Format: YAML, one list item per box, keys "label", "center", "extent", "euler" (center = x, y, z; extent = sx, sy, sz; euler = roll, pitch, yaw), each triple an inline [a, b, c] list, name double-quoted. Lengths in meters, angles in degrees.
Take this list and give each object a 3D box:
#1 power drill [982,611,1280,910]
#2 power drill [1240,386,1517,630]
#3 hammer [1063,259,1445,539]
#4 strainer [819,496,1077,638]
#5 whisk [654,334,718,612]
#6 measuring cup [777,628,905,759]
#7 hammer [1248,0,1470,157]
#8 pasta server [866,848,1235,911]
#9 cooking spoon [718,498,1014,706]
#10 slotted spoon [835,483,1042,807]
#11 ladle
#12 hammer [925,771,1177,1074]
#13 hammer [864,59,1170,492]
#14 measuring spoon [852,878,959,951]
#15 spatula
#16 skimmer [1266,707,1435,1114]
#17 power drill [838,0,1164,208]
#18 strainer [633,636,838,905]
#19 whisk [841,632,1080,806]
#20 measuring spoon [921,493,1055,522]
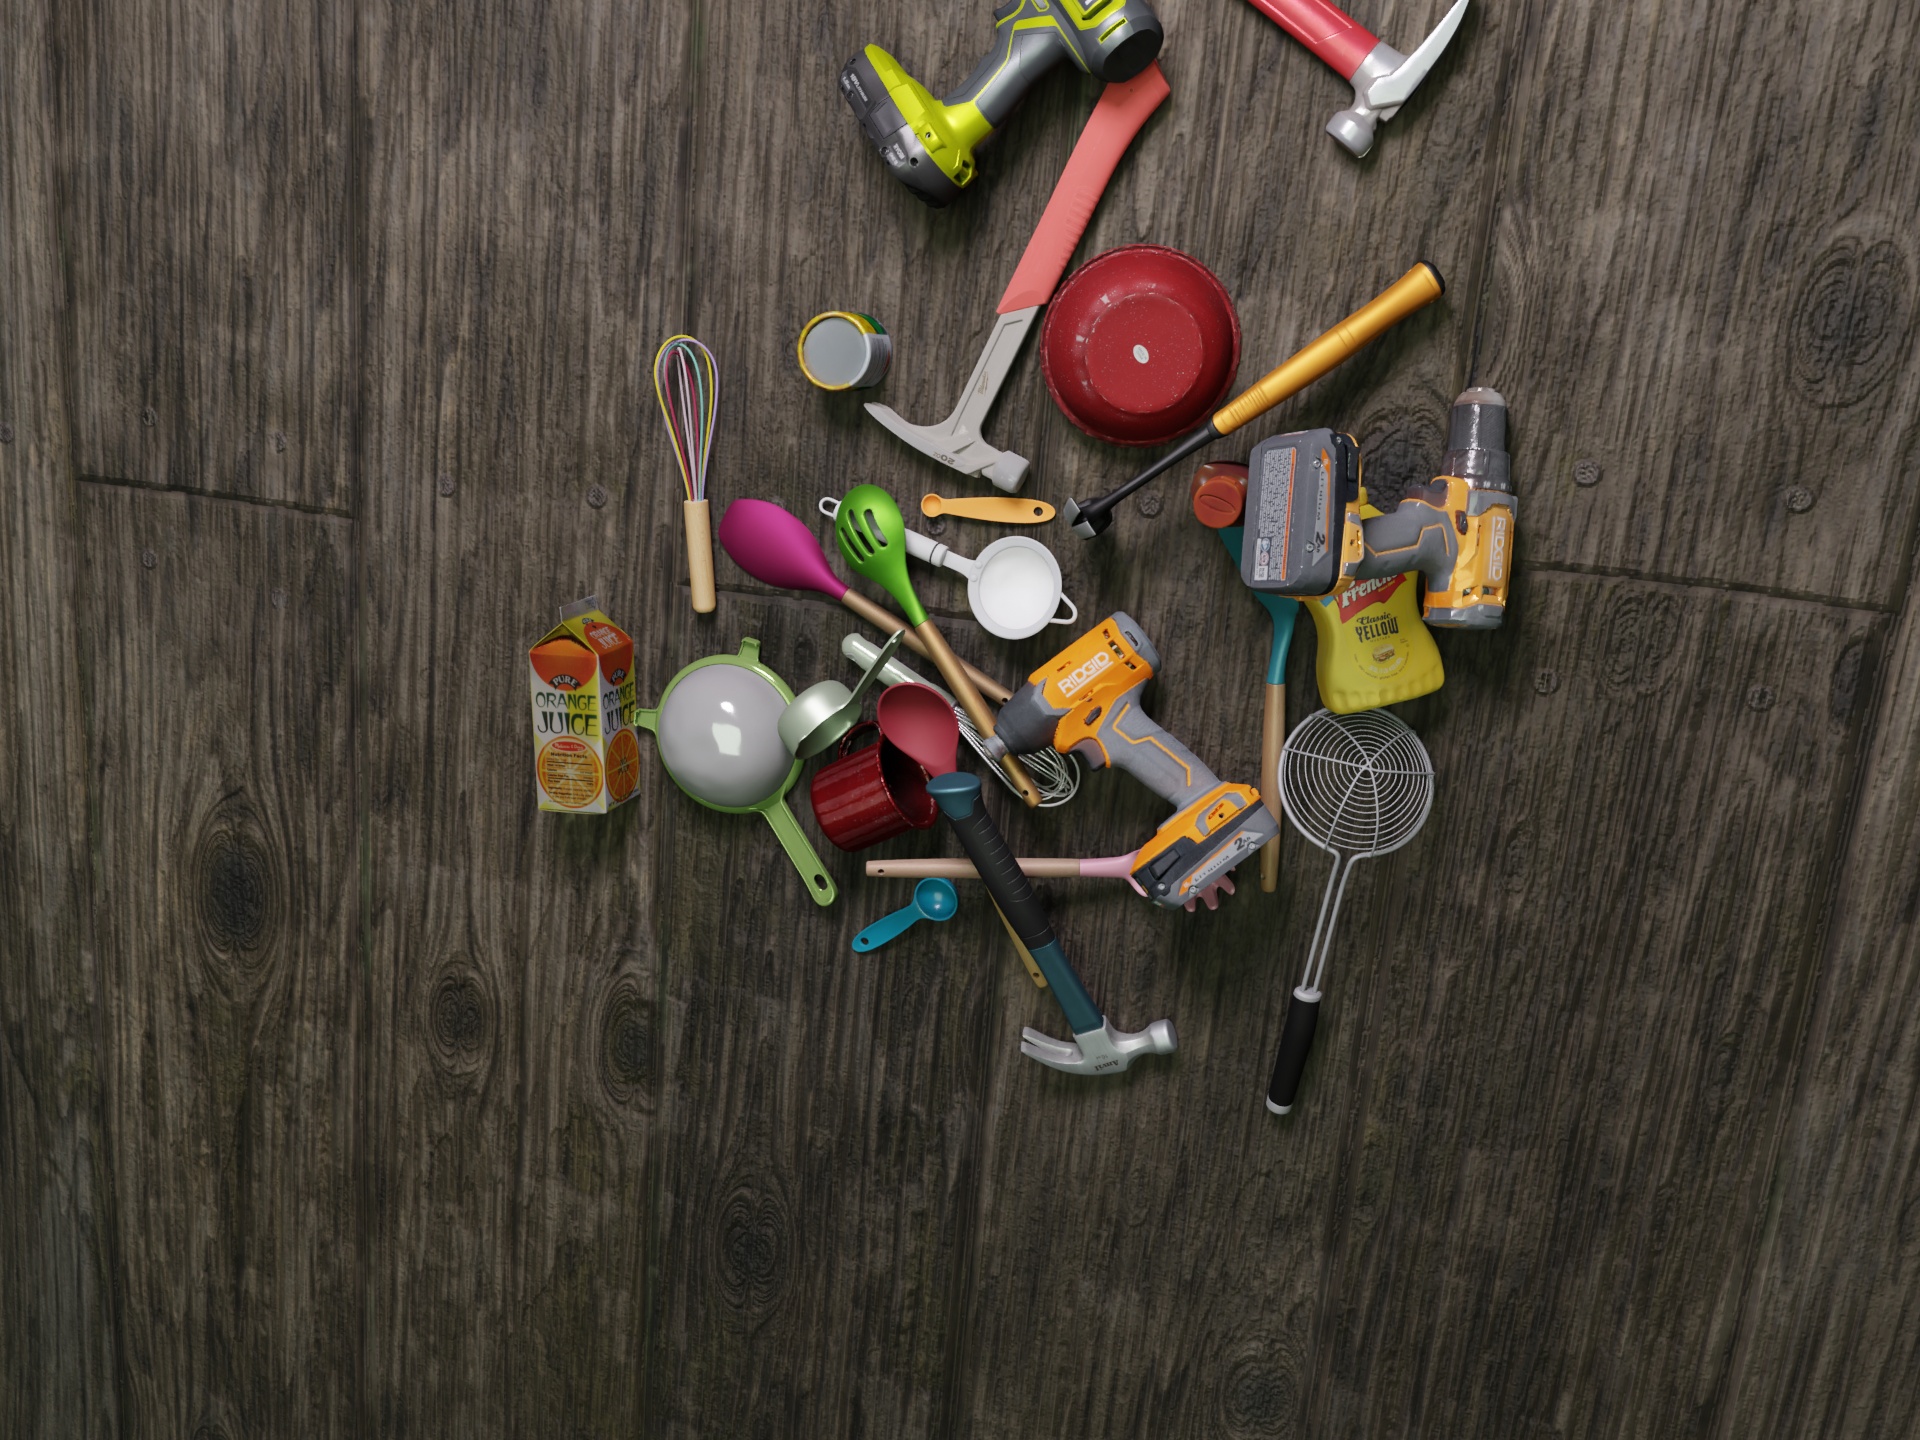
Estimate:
- label: "power drill"
  center: [0.135, 0.044, 1.308]
  extent: [0.164, 0.084, 0.226]
  euler: [-36, 80, -3]
- label: "power drill"
  center: [0.325, -0.167, 1.187]
  extent: [0.226, 0.084, 0.185]
  euler: [4, 92, -28]
- label: "hammer"
  center: [0.224, -0.245, 1.228]
  extent: [0.337, 0.127, 0.034]
  euler: [-34, 91, 9]
- label: "strainer"
  center: [-0.010, -0.140, 1.364]
  extent: [0.258, 0.050, 0.087]
  euler: [25, 102, 15]
- label: "whisk"
  center: [-0.241, -0.216, 1.411]
  extent: [0.051, 0.047, 0.245]
  euler: [7, 108, 28]
- label: "measuring cup"
  center: [-0.103, -0.033, 1.385]
  extent: [0.038, 0.083, 0.167]
  euler: [49, 123, 15]
- label: "hammer"
  center: [0.199, -0.602, 1.201]
  extent: [0.386, 0.038, 0.143]
  euler: [40, 108, 4]
- label: "pasta server"
  center: [0.075, 0.130, 1.371]
  extent: [0.316, 0.040, 0.060]
  euler: [0, 108, 3]
- label: "cooking spoon"
  center: [-0.080, -0.097, 1.404]
  extent: [0.319, 0.017, 0.068]
  euler: [33, 110, 7]
- label: "slotted spoon"
  center: [-0.017, -0.061, 1.350]
  extent: [0.070, 0.031, 0.314]
  euler: [-33, 88, 30]
- label: "ladle"
  center: [0.012, 0.102, 1.396]
  extent: [0.069, 0.031, 0.315]
  euler: [-18, 107, 24]
- label: "hammer"
  center: [0.064, 0.178, 1.366]
  extent: [0.128, 0.033, 0.330]
  euler: [-21, 114, 18]
- label: "hammer"
  center: [0.059, -0.374, 1.293]
  extent: [0.149, 0.037, 0.359]
  euler: [30, 109, 8]
- label: "measuring spoon"
  center: [-0.050, 0.179, 1.463]
  extent: [0.128, 0.021, 0.042]
  euler: [-33, 93, 29]
- label: "spatula"
  center: [0.250, -0.005, 1.316]
  extent: [0.044, 0.082, 0.317]
  euler: [-10, 107, -25]
- label: "skimmer"
  center: [0.306, 0.165, 1.348]
  extent: [0.127, 0.090, 0.363]
  euler: [9, 115, 2]
- label: "power drill"
  center: [0.022, -0.533, 1.239]
  extent: [0.228, 0.080, 0.191]
  euler: [-35, 74, 19]
- label: "strainer"
  center: [-0.192, 0.064, 1.445]
  extent: [0.151, 0.069, 0.256]
  euler: [-31, 91, 20]
- label: "whisk"
  center: [-0.002, -0.004, 1.393]
  extent: [0.246, 0.057, 0.059]
  euler: [34, 75, 9]
- label: "measuring spoon"
  center: [0.024, -0.182, 1.362]
  extent: [0.117, 0.011, 0.021]
  euler: [5, 103, 11]
